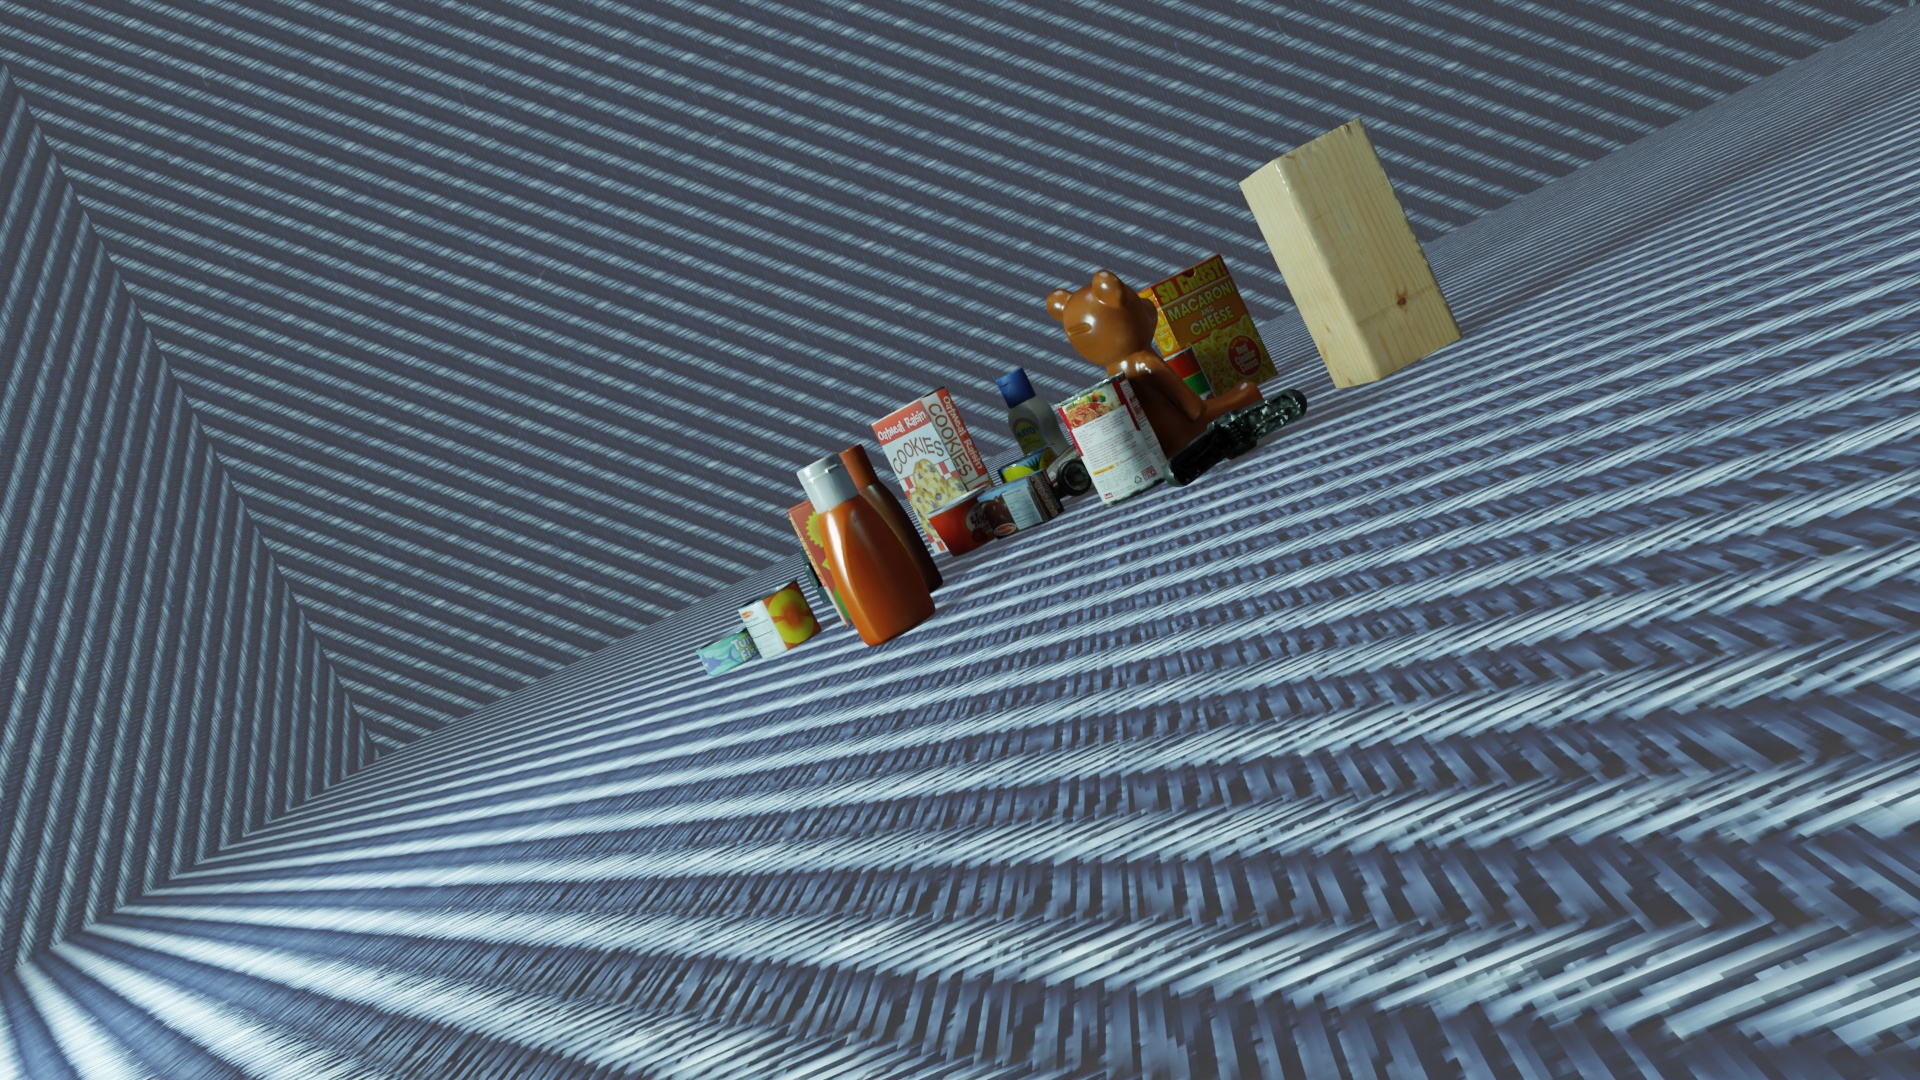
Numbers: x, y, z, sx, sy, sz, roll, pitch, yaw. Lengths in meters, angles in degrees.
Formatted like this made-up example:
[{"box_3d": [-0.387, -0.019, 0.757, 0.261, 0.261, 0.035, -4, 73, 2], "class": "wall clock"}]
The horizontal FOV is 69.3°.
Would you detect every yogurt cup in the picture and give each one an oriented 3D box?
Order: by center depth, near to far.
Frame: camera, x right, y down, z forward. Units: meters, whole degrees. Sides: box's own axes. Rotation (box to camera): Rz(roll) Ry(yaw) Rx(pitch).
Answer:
[{"box_3d": [0.005, -0.018, 1.452, 0.072, 0.054, 0.072, -26, 5, 2], "class": "yogurt cup"}]

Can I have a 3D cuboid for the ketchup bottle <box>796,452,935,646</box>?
[{"box_3d": [-0.078, 0.005, 1.082, 0.065, 0.148, 0.043, -29, 5, -31], "class": "ketchup bottle"}]

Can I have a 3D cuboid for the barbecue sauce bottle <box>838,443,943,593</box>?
[{"box_3d": [-0.073, -0.014, 1.259, 0.064, 0.148, 0.044, -22, 6, 44], "class": "barbecue sauce bottle"}]

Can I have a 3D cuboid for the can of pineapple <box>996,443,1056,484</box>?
[{"box_3d": [0.083, -0.067, 1.535, 0.071, 0.058, 0.071, -26, 5, 2], "class": "can of pineapple"}]

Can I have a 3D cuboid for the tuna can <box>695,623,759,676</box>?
[{"box_3d": [-0.242, 0.115, 1.472, 0.071, 0.033, 0.071, -26, 5, 2], "class": "tuna can"}]

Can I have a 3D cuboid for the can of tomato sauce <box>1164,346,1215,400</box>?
[{"box_3d": [0.250, -0.169, 1.586, 0.071, 0.083, 0.071, -26, 4, 2], "class": "can of tomato sauce"}]

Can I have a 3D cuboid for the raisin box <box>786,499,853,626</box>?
[{"box_3d": [-0.100, 0.008, 1.321, 0.086, 0.123, 0.040, -27, 4, -9], "class": "raisin box"}]

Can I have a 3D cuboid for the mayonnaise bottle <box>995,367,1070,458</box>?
[{"box_3d": [0.089, -0.131, 1.642, 0.041, 0.148, 0.064, -30, 6, -41], "class": "mayonnaise bottle"}]

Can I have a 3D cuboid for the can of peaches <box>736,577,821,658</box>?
[{"box_3d": [-0.178, 0.077, 1.383, 0.071, 0.058, 0.071, -26, 5, 2], "class": "can of peaches"}]

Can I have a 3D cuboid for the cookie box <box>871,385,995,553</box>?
[{"box_3d": [-0.022, -0.077, 1.547, 0.040, 0.167, 0.122, -29, 5, -31], "class": "cookie box"}]

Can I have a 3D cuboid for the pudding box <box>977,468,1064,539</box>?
[{"box_3d": [0.059, -0.036, 1.381, 0.030, 0.049, 0.083, -30, 6, -38], "class": "pudding box"}]

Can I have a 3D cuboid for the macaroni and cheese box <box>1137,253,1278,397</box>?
[{"box_3d": [0.300, -0.250, 1.689, 0.124, 0.166, 0.040, -29, 5, -28], "class": "macaroni and cheese box"}]
